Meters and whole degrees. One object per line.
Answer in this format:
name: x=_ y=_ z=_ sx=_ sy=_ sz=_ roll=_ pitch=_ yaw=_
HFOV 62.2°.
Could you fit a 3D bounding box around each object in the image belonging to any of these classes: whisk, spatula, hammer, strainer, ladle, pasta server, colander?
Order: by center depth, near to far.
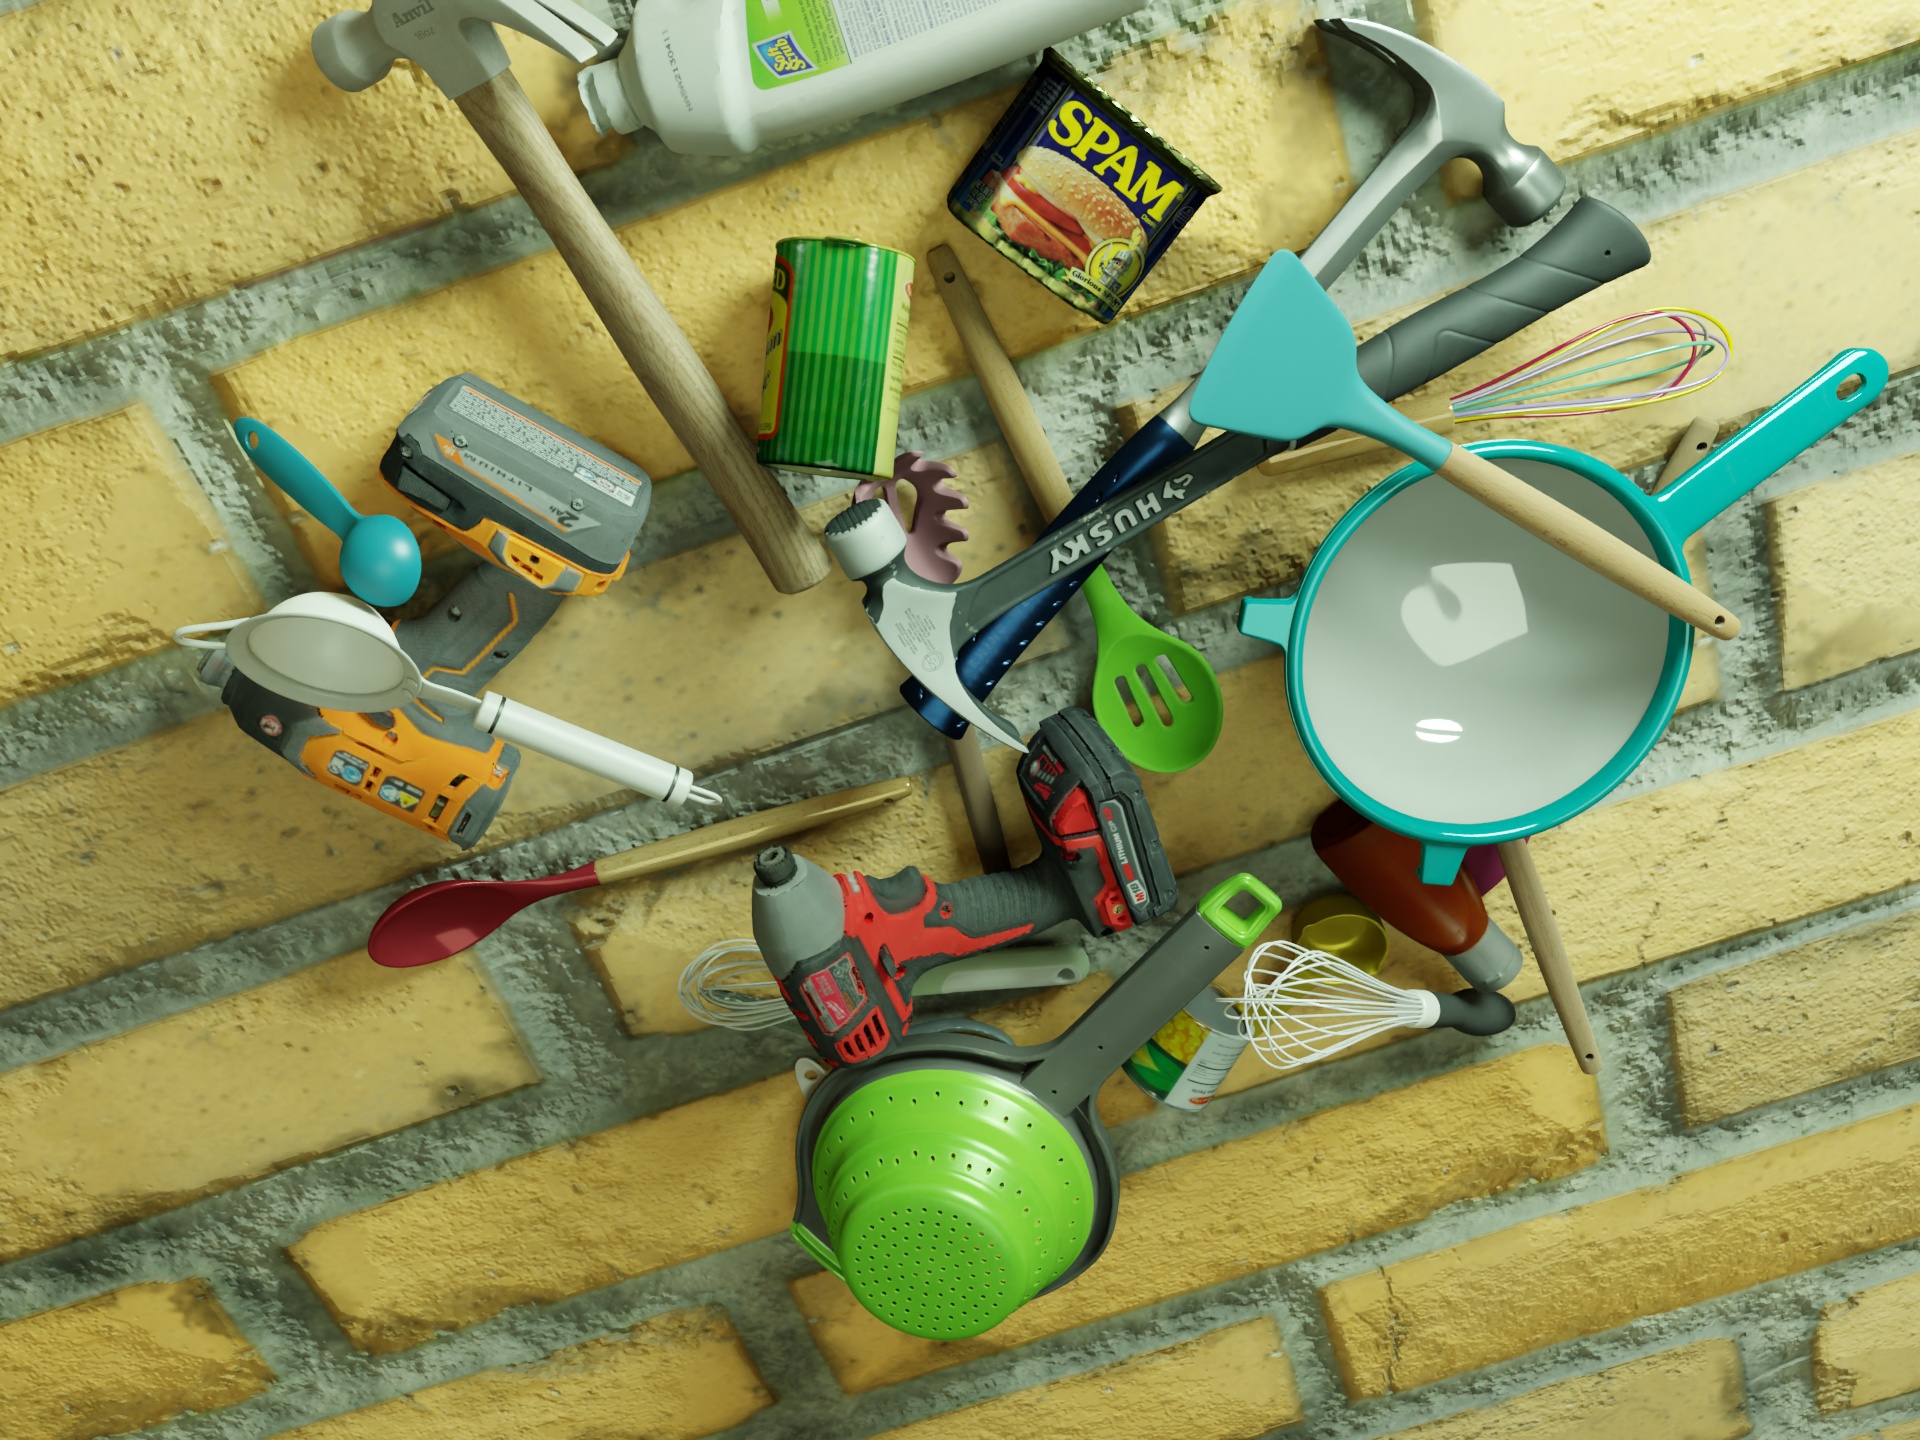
hammer: x=-0.153 y=-0.193 z=0.744 sx=0.130 sy=0.031 sz=0.331 roll=-8 pitch=129 yaw=34
spatula: x=0.250 y=-0.109 z=0.746 sx=0.317 sy=0.044 sz=0.082 roll=26 pitch=101 yaw=-15
strainer: x=-0.232 y=-0.008 z=0.756 sx=0.258 sy=0.050 sz=0.087 roll=24 pitch=145 yaw=-20
hammer: x=0.145 y=-0.130 z=0.767 sx=0.409 sy=0.036 sz=0.149 roll=-29 pitch=115 yaw=3
hammer: x=0.110 y=-0.156 z=0.788 sx=0.144 sy=0.035 sz=0.405 roll=37 pitch=102 yaw=-21
whisk: x=0.273 y=-0.167 z=0.822 sx=0.245 sy=0.051 sz=0.047 roll=-13 pitch=97 yaw=5
strainer: x=0.315 y=-0.086 z=0.835 sx=0.340 sy=0.095 sz=0.211 roll=-37 pitch=105 yaw=6
pasta server: x=-0.001 y=-0.003 z=0.873 sx=0.060 sy=0.040 sz=0.316 roll=-21 pitch=119 yaw=-11
ladle: x=-0.180 y=0.079 z=0.899 sx=0.315 sy=0.031 sz=0.069 roll=-16 pitch=148 yaw=-1
colander: x=0.040 y=0.240 z=0.917 sx=0.204 sy=0.094 sz=0.397 roll=39 pitch=113 yaw=-6
whisk: x=0.248 y=0.167 z=0.926 sx=0.284 sy=0.070 sz=0.070 roll=12 pitch=118 yaw=-43
spatula: x=0.328 y=0.078 z=0.935 sx=0.060 sy=0.018 sz=0.315 roll=-22 pitch=107 yaw=9
whisk: x=-0.043 y=0.152 z=0.942 sx=0.246 sy=0.059 sz=0.057 roll=-2 pitch=129 yaw=-10

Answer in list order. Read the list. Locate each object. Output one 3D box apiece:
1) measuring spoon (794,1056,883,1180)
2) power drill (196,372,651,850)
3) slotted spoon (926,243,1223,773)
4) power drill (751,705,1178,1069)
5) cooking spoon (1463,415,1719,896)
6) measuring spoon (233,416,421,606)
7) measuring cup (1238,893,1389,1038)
measuring spoon: x=-0.073 y=0.259 z=1.013 sx=0.034 sy=0.018 sz=0.124 roll=-25 pitch=110 yaw=6
power drill: x=-0.271 y=-0.054 z=0.795 sx=0.164 sy=0.084 sz=0.226 roll=28 pitch=114 yaw=-17
slotted spoon: x=0.058 y=-0.104 z=0.834 sx=0.070 sy=0.031 sz=0.313 roll=-26 pitch=115 yaw=7
power drill: x=-0.004 y=0.089 z=0.864 sx=0.219 sy=0.079 sz=0.143 roll=-26 pitch=124 yaw=-5
cooking spoon: x=0.347 y=-0.024 z=0.910 sx=0.068 sy=0.017 sz=0.318 roll=14 pitch=115 yaw=-13
measuring spoon: x=-0.298 y=-0.099 z=0.728 sx=0.129 sy=0.021 sz=0.042 roll=40 pitch=114 yaw=14
measuring cup: x=0.200 y=0.162 z=0.991 sx=0.062 sy=0.029 sz=0.156 roll=31 pitch=121 yaw=-19
